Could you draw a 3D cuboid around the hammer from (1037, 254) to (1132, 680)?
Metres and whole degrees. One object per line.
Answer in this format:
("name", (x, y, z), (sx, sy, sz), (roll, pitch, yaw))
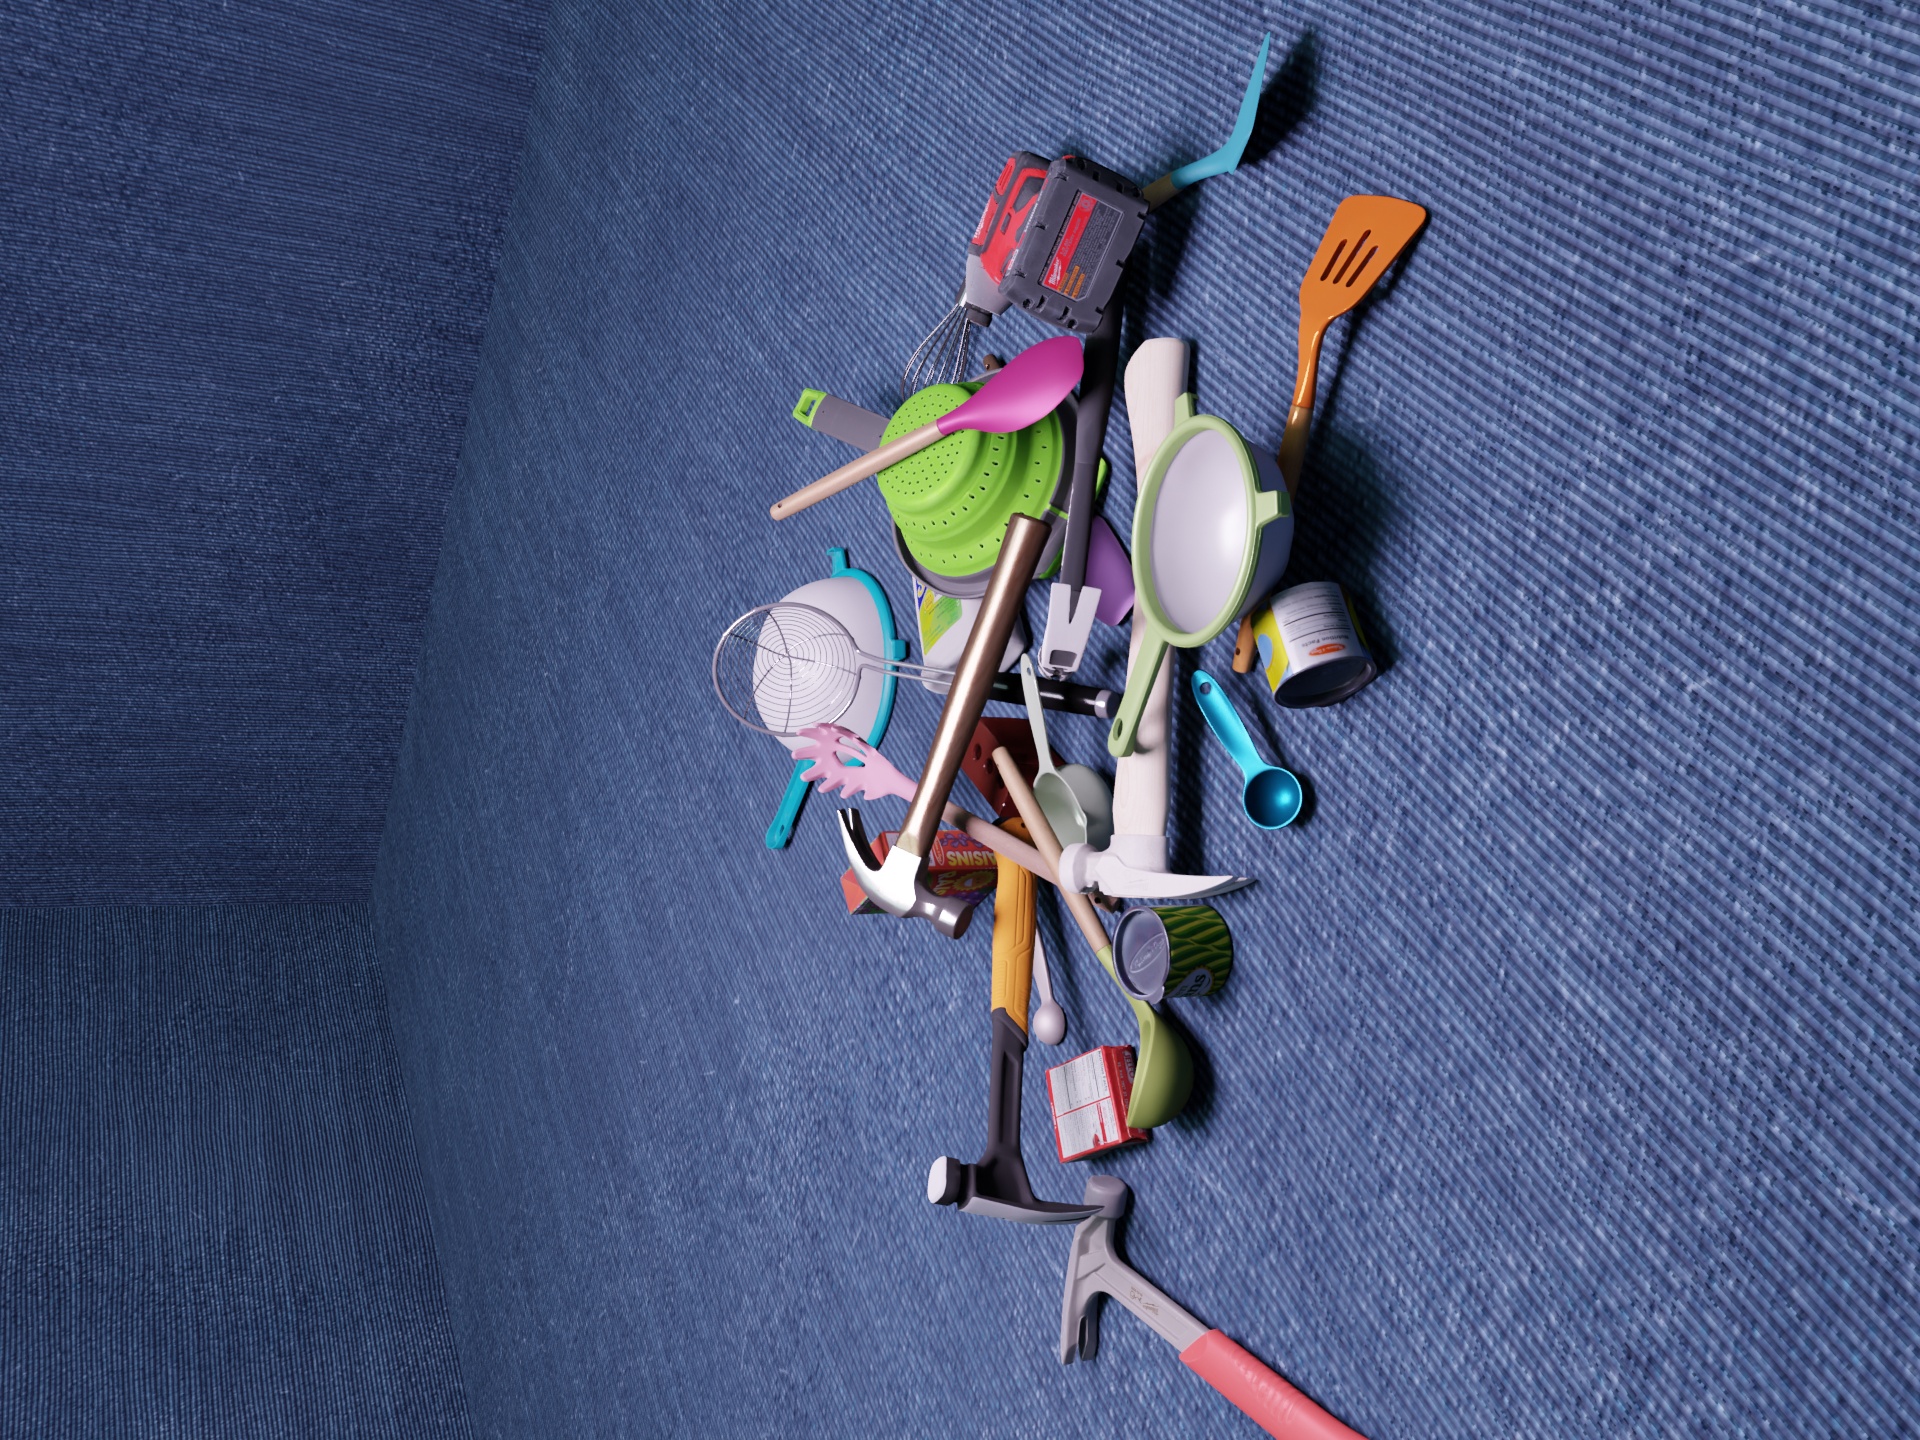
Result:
("hammer", (0.097, -0.206, 1.199), (0.146, 0.035, 0.335), (96, -178, -77))

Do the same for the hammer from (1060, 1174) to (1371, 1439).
("hammer", (0.182, 0.447, 1.070), (0.359, 0.036, 0.149), (18, 103, 58))

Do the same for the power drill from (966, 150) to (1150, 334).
("power drill", (0.059, -0.370, 1.245), (0.143, 0.078, 0.220), (-66, 20, 12))

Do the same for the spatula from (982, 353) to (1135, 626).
("spatula", (0.075, -0.200, 1.319), (0.059, 0.018, 0.316), (-53, 45, 36))

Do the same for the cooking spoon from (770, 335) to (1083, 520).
("cooking spoon", (-0.034, -0.223, 1.264), (0.319, 0.017, 0.069), (-21, 60, 34))

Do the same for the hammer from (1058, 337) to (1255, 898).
("hammer", (0.149, -0.077, 1.152), (0.146, 0.038, 0.411), (-2, 81, 40))

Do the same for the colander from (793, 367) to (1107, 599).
("colander", (-0.052, -0.240, 1.367), (0.397, 0.094, 0.204), (31, 96, 44))

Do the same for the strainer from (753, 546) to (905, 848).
("strainer", (-0.175, -0.001, 1.642), (0.211, 0.095, 0.340), (56, 132, 44))

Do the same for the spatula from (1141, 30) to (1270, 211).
("spatula", (0.141, -0.405, 1.203), (0.317, 0.044, 0.082), (-12, 63, 60))

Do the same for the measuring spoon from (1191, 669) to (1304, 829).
("measuring spoon", (0.194, 0.018, 1.083), (0.042, 0.021, 0.129), (-38, 62, 21))

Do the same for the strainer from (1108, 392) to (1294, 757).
("strainer", (0.164, -0.079, 1.072), (0.152, 0.069, 0.256), (-117, 35, -49))

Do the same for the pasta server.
("pasta server", (-0.008, 0.080, 1.291), (0.316, 0.040, 0.060), (28, 116, 28))

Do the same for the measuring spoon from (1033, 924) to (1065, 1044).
("measuring spoon", (0.060, 0.206, 1.308), (0.034, 0.018, 0.124), (-45, 50, 48))

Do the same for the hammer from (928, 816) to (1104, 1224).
("hammer", (0.047, 0.219, 1.231), (0.034, 0.127, 0.337), (125, 155, -49))

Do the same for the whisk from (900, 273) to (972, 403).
("whisk", (0.005, -0.376, 1.429), (0.239, 0.055, 0.055), (-63, 38, 27))

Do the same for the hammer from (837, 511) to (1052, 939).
("hammer", (-0.002, -0.004, 1.254), (0.130, 0.031, 0.331), (22, 96, 23))

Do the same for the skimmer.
("skimmer", (-0.045, -0.025, 1.313), (0.363, 0.090, 0.127), (10, 121, 35))

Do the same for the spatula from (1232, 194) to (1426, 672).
("spatula", (0.230, -0.184, 1.060), (0.081, 0.041, 0.322), (39, 125, 54))

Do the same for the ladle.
("ladle", (0.085, 0.154, 1.192), (0.078, 0.062, 0.320), (95, 152, -58))

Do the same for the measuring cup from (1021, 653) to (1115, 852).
("measuring cup", (0.081, 0.027, 1.233), (0.083, 0.038, 0.167), (-5, 99, 64))
